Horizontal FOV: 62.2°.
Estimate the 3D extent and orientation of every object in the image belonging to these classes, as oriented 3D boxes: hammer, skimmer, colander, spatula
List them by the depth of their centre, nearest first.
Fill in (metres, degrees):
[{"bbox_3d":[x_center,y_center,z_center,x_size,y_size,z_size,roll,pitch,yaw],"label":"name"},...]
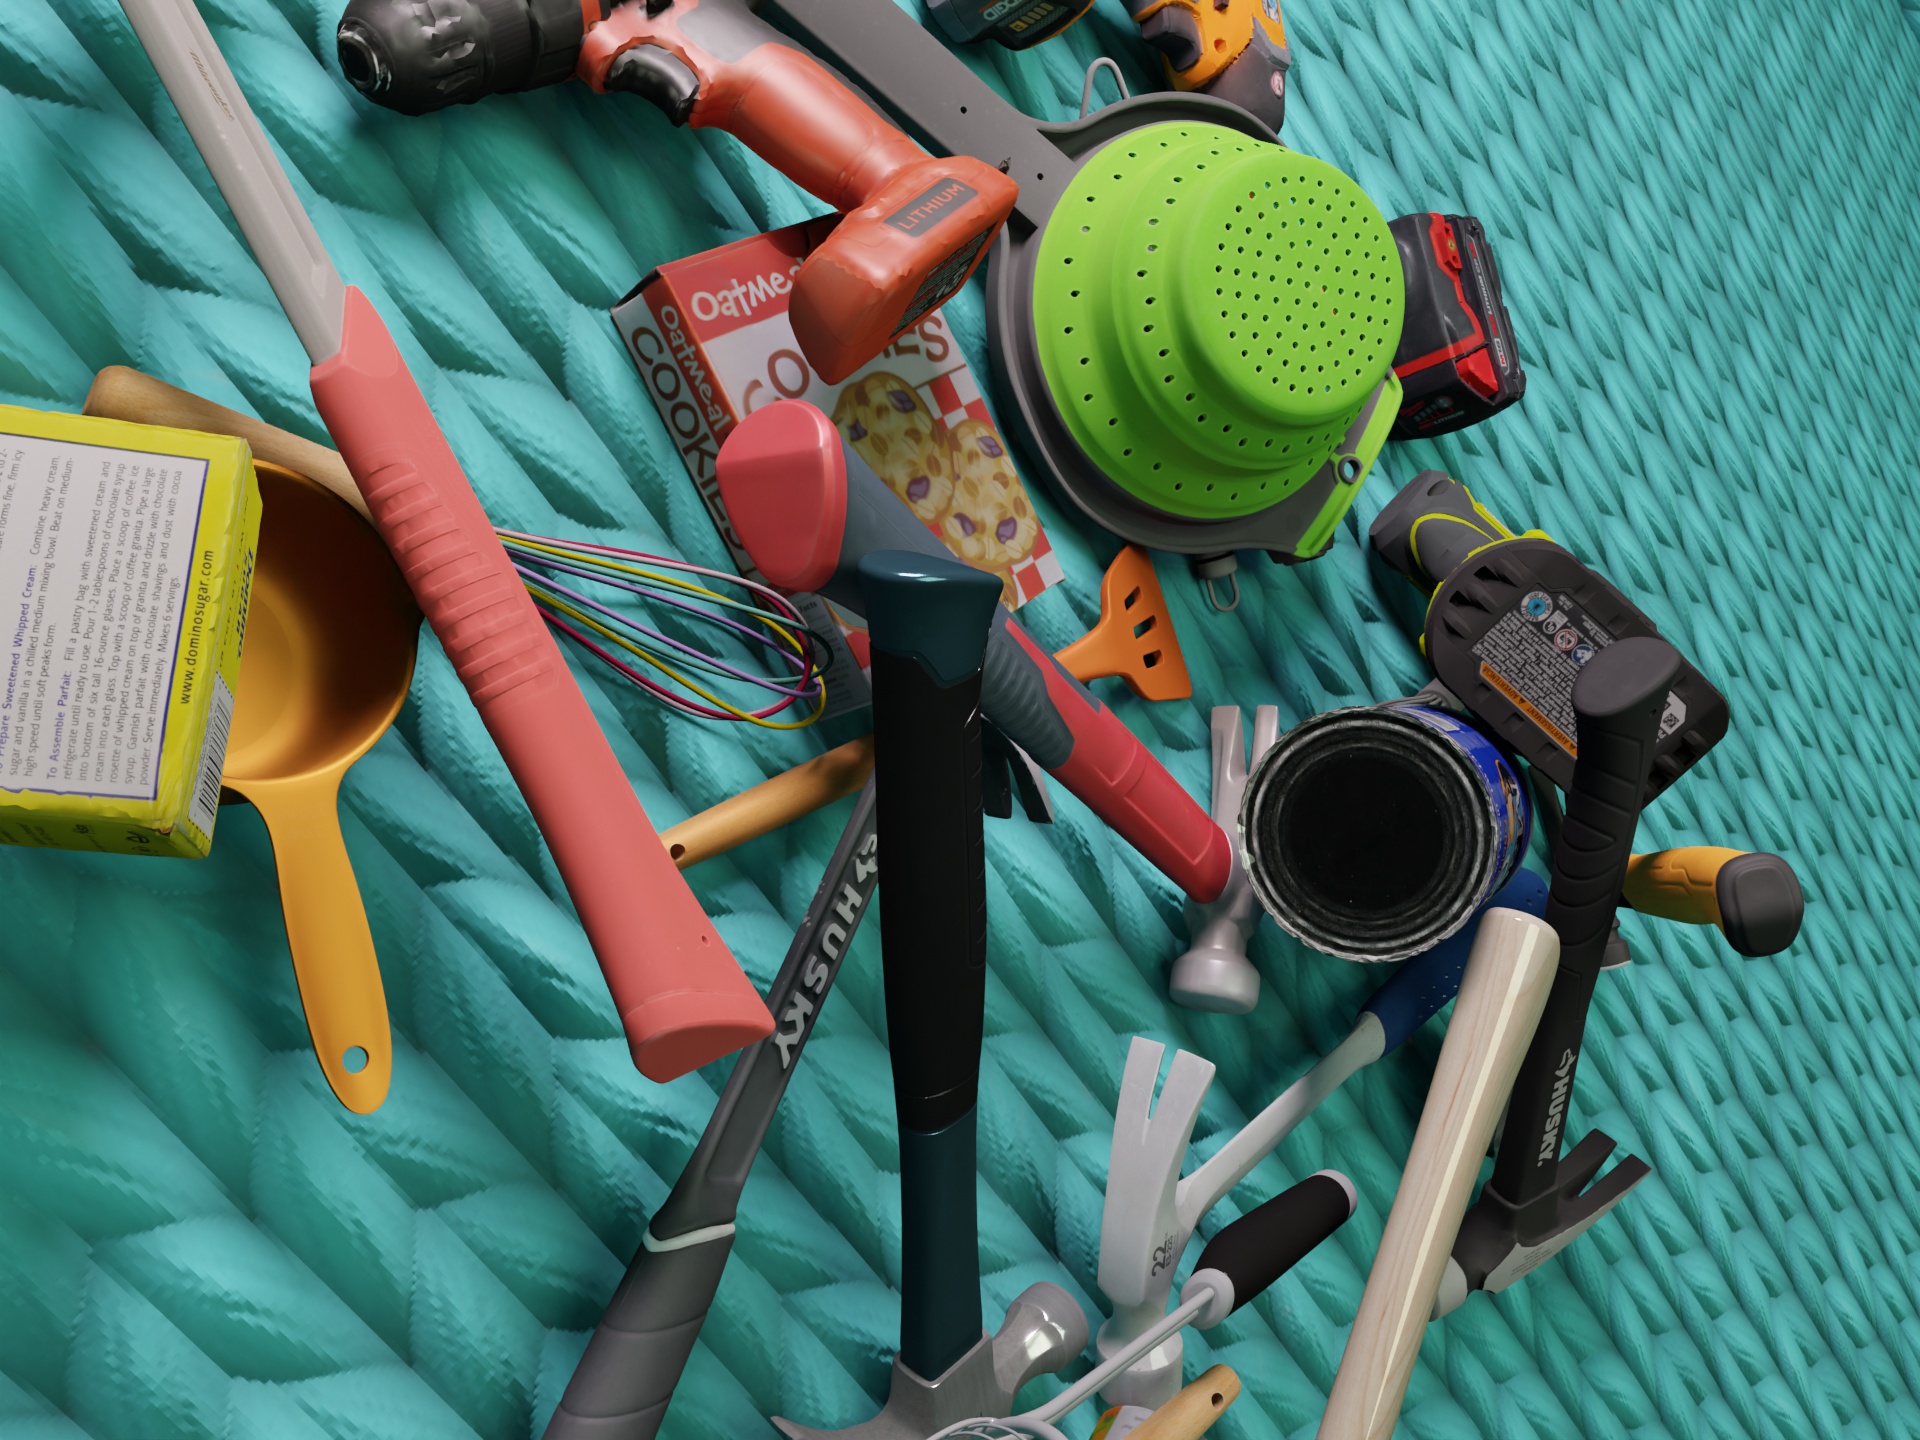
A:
[{"bbox_3d":[-0.145,-0.069,0.425,0.359,0.036,0.149,63,8,-6],"label":"hammer"},{"bbox_3d":[-0.006,0.104,0.481,0.128,0.033,0.330,-26,125,-42],"label":"hammer"},{"bbox_3d":[-0.072,0.138,0.485,0.149,0.036,0.409,51,53,-45],"label":"hammer"},{"bbox_3d":[0.068,0.227,0.497,0.090,0.127,0.363,49,28,22],"label":"skimmer"},{"bbox_3d":[0.040,-0.011,0.569,0.385,0.038,0.143,41,53,-53],"label":"hammer"},{"bbox_3d":[0.144,0.259,0.584,0.146,0.038,0.411,44,65,-52],"label":"hammer"},{"bbox_3d":[-0.001,-0.002,0.628,0.322,0.041,0.081,-25,98,-40],"label":"spatula"},{"bbox_3d":[0.058,-0.220,0.655,0.396,0.094,0.204,35,77,-21],"label":"colander"},{"bbox_3d":[0.273,0.118,0.709,0.146,0.035,0.334,-17,122,-27],"label":"hammer"},{"bbox_3d":[0.184,0.145,0.730,0.405,0.035,0.144,-22,118,-48],"label":"hammer"},{"bbox_3d":[0.342,0.073,0.791,0.336,0.034,0.127,24,55,-80],"label":"hammer"}]

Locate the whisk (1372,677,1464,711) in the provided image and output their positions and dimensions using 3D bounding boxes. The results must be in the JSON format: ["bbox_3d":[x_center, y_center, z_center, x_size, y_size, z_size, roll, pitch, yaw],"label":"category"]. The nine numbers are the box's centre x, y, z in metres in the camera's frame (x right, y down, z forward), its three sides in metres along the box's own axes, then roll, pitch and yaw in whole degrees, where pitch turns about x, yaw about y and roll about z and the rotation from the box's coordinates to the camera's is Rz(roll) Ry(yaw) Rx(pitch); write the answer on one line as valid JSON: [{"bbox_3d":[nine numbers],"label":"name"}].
[{"bbox_3d":[0.259,-0.008,0.860,0.239,0.055,0.055,-31,100,-48],"label":"whisk"}]

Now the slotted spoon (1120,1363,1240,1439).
[{"bbox_3d":[-0.018,0.291,0.488,0.314,0.031,0.070,-24,90,-36],"label":"slotted spoon"}]

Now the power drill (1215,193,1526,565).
[{"bbox_3d":[0.204,-0.183,0.836,0.226,0.080,0.188,-13,88,-42],"label":"power drill"}]

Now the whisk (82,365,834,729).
[{"bbox_3d":[-0.139,-0.048,0.494,0.244,0.051,0.047,22,70,-34],"label":"whisk"}]

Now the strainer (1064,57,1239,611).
[{"bbox_3d":[0.092,-0.175,0.751,0.087,0.050,0.258,-18,99,-12],"label":"strainer"}]

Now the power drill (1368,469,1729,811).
[{"bbox_3d":[0.290,-0.040,0.789,0.171,0.080,0.223,41,18,-3],"label":"power drill"}]

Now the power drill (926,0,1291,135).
[{"bbox_3d":[0.081,-0.351,0.763,0.226,0.084,0.164,-1,80,-48],"label":"power drill"}]

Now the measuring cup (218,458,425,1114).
[{"bbox_3d":[-0.187,0.020,0.423,0.095,0.052,0.173,-14,90,-45],"label":"measuring cup"}]
